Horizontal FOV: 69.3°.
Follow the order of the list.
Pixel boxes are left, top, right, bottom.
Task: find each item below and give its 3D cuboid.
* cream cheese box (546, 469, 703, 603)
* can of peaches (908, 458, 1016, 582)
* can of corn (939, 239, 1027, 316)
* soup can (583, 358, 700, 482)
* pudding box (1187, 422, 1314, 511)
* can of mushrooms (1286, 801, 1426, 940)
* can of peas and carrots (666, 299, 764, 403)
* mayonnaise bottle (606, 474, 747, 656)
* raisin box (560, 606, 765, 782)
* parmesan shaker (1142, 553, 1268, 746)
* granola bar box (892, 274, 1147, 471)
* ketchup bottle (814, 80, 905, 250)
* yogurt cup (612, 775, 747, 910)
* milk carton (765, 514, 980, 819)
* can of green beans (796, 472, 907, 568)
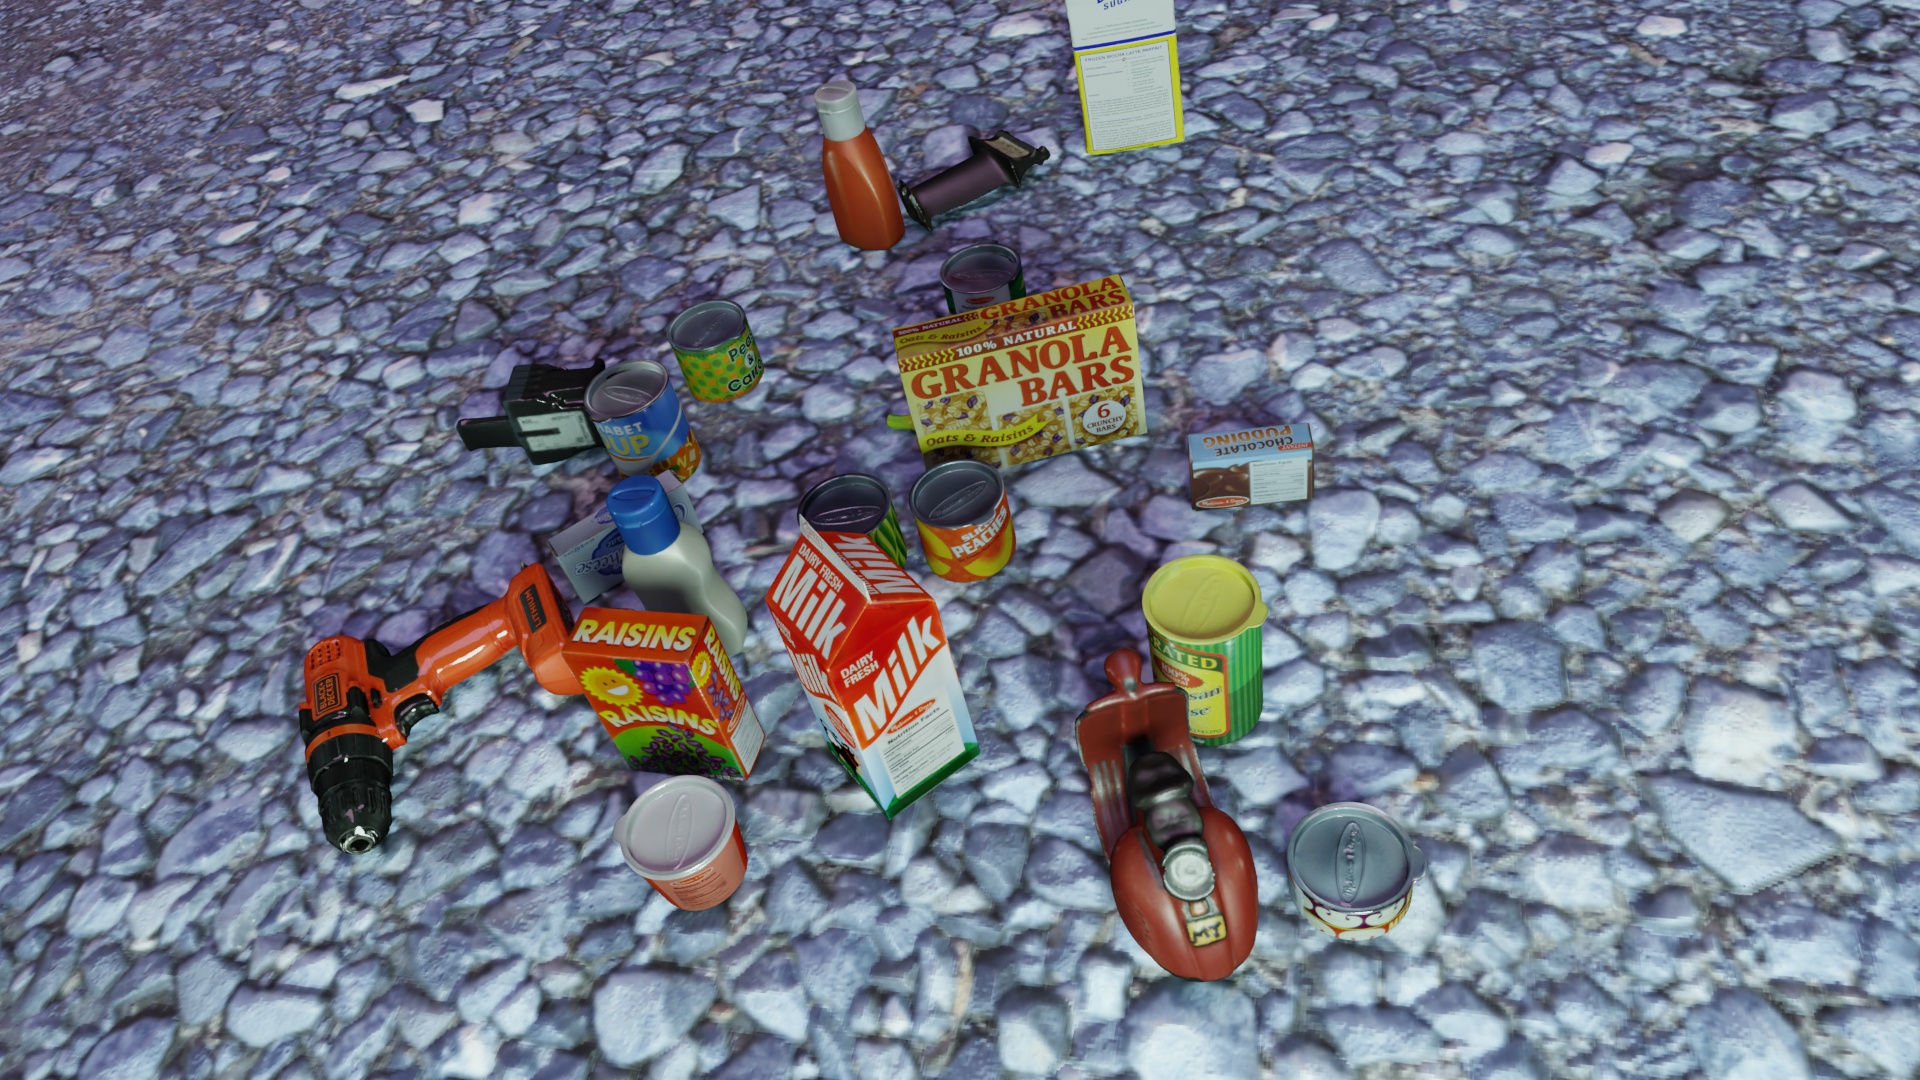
[{"bbox_3d":[-0.242,-0.003,1.009,0.104,0.053,0.024,-33,48,-18],"label":"cream cheese box"},{"bbox_3d":[0.003,-0.012,0.955,0.071,0.057,0.071,-7,46,7],"label":"can of peaches"},{"bbox_3d":[0.021,-0.201,1.129,0.071,0.058,0.071,-7,46,7],"label":"can of corn"},{"bbox_3d":[-0.245,-0.085,1.066,0.071,0.083,0.072,-7,46,7],"label":"soup can"},{"bbox_3d":[0.198,-0.050,0.950,0.084,0.049,0.030,-6,46,8],"label":"pudding box"},{"bbox_3d":[0.211,0.177,0.742,0.071,0.033,0.071,-7,46,7],"label":"can of mushrooms"},{"bbox_3d":[-0.198,-0.155,1.138,0.071,0.058,0.071,-7,46,7],"label":"can of peas and carrots"},{"bbox_3d":[-0.188,0.020,0.907,0.065,0.147,0.041,-5,46,9],"label":"mayonnaise bottle"},{"bbox_3d":[-0.179,0.095,0.852,0.086,0.122,0.040,4,48,17],"label":"raisin box"},{"bbox_3d":[0.146,0.067,0.814,0.071,0.102,0.072,-7,46,7],"label":"parmesan shaker"},{"bbox_3d":[0.045,-0.114,0.995,0.166,0.123,0.039,-14,46,1],"label":"granola bar box"},{"bbox_3d":[-0.093,-0.326,1.213,0.065,0.148,0.044,19,54,28],"label":"ketchup bottle"},{"bbox_3d":[-0.158,0.180,0.814,0.072,0.053,0.073,-7,46,7],"label":"yogurt cup"},{"bbox_3d":[-0.052,0.068,0.800,0.074,0.189,0.072,-33,48,-17],"label":"milk carton"},{"bbox_3d":[-0.074,-0.004,0.966,0.071,0.057,0.071,-7,46,7],"label":"can of green beans"}]
